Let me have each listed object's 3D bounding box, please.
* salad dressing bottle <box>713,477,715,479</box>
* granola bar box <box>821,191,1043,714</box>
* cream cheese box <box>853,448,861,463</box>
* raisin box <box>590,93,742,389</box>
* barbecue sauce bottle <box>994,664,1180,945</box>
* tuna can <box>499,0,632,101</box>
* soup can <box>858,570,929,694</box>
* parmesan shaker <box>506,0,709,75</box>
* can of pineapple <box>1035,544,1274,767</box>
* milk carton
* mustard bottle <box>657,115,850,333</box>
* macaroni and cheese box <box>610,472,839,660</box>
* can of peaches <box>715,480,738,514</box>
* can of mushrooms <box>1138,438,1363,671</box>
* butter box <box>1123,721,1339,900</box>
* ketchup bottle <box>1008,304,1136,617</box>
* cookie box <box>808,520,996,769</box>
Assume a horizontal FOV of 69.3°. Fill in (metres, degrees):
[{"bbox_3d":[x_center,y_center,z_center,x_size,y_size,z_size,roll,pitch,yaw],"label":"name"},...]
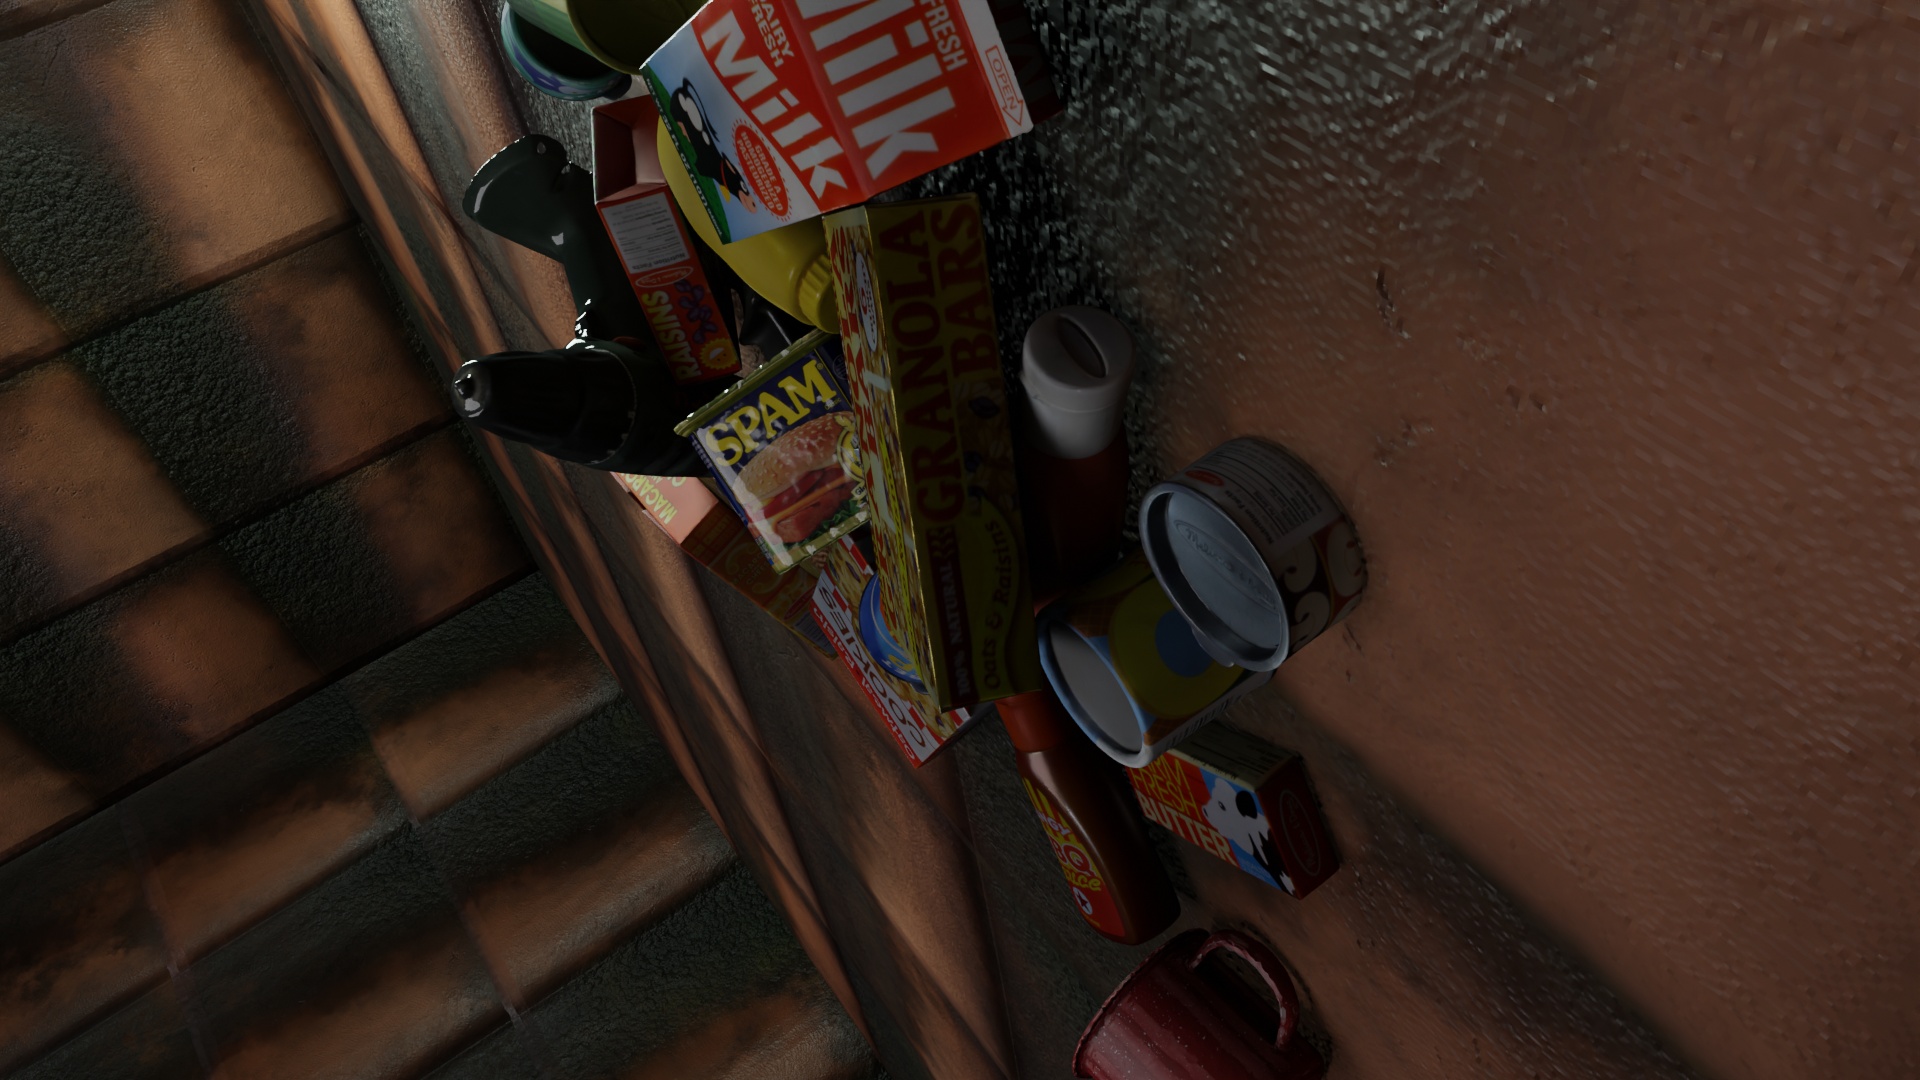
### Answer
[{"bbox_3d":[-0.190,-0.027,1.055,0.148,0.044,0.064,30,148,54],"label":"salad dressing bottle"},{"bbox_3d":[-0.012,-0.037,0.498,0.124,0.039,0.165,-138,38,-74],"label":"granola bar box"},{"bbox_3d":[0.002,-0.007,0.591,0.103,0.053,0.024,63,159,-14],"label":"cream cheese box"},{"bbox_3d":[-0.151,-0.153,0.716,0.122,0.040,0.086,75,179,-50],"label":"raisin box"},{"bbox_3d":[0.056,0.120,0.666,0.065,0.044,0.148,19,136,63],"label":"barbecue sauce bottle"},{"bbox_3d":[-0.186,-0.249,0.677,0.071,0.071,0.033,64,160,-15],"label":"tuna can"},{"bbox_3d":[-0.008,0.032,0.653,0.071,0.071,0.083,57,161,4],"label":"soup can"},{"bbox_3d":[-0.155,-0.249,0.605,0.103,0.071,0.071,39,153,46],"label":"parmesan shaker"},{"bbox_3d":[0.066,0.036,0.491,0.071,0.058,0.070,49,159,27],"label":"can of pineapple"},{"bbox_3d":[-0.034,-0.147,0.437,0.190,0.074,0.072,12,129,64],"label":"milk carton"},{"bbox_3d":[-0.073,-0.132,0.597,0.160,0.049,0.065,48,157,28],"label":"mustard bottle"},{"bbox_3d":[-0.146,0.000,0.901,0.124,0.040,0.166,40,178,42],"label":"macaroni and cheese box"},{"bbox_3d":[-0.092,-0.035,0.758,0.071,0.071,0.058,63,159,-11],"label":"can of peaches"},{"bbox_3d":[0.088,0.005,0.427,0.071,0.033,0.070,48,158,27],"label":"can of mushrooms"},{"bbox_3d":[0.101,0.099,0.551,0.103,0.024,0.053,16,133,63],"label":"butter box"},{"bbox_3d":[0.034,-0.023,0.501,0.065,0.043,0.148,59,163,26],"label":"ketchup bottle"},{"bbox_3d":[-0.030,0.057,0.793,0.123,0.040,0.166,56,160,9],"label":"cookie box"}]
